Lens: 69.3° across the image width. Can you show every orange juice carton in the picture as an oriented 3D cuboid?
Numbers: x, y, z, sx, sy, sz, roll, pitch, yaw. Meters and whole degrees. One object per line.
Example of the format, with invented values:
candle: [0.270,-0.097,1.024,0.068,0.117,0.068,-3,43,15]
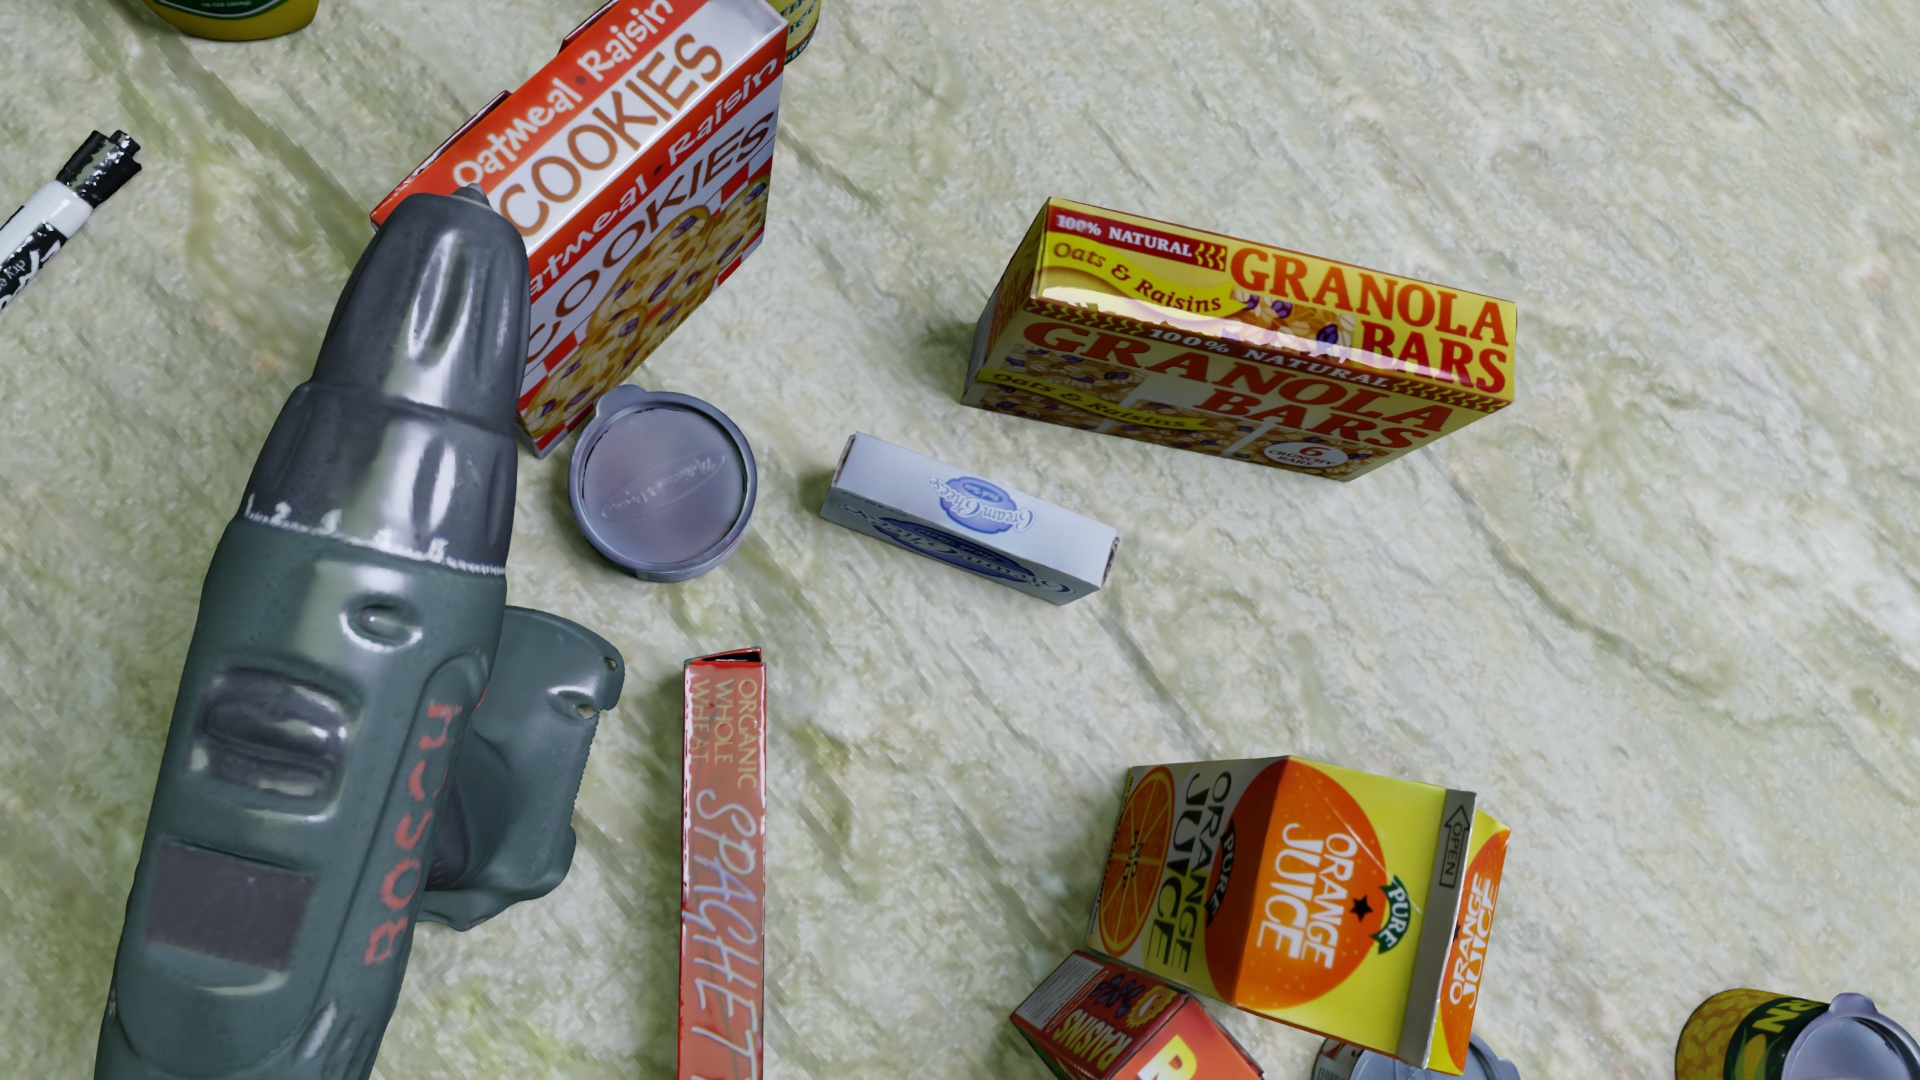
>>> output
orange juice carton: [0.105,0.113,0.437,0.073,0.192,0.072,19,77,-7]

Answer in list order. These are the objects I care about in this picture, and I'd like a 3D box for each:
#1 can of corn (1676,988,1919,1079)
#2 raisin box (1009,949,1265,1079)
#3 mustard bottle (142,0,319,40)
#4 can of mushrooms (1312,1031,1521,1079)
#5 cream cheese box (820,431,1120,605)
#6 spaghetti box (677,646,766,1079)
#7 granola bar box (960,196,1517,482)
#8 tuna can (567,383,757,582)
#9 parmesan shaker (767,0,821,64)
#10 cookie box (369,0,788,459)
can of corn: [0.320,0.205,0.529,0.071,0.058,0.071,2,79,-10]
raisin box: [0.069,0.184,0.453,0.040,0.123,0.086,-39,89,-15]
mustard bottle: [-0.256,-0.222,0.451,0.065,0.160,0.049,-10,82,-12]
can of mushrooms: [0.168,0.207,0.513,0.071,0.033,0.071,2,79,-10]
cream cheese box: [0.002,-0.006,0.513,0.104,0.053,0.024,20,77,-6]
spaghetti box: [-0.080,0.162,0.467,0.029,0.050,0.250,1,79,-10]
granola bar box: [0.094,-0.067,0.506,0.166,0.124,0.039,11,78,-8]
tuna can: [-0.109,-0.021,0.506,0.071,0.032,0.071,2,79,-10]
parmesan shaker: [-0.079,-0.228,0.515,0.071,0.103,0.071,2,79,-10]
cookie box: [-0.116,-0.101,0.450,0.040,0.167,0.123,42,75,-1]
